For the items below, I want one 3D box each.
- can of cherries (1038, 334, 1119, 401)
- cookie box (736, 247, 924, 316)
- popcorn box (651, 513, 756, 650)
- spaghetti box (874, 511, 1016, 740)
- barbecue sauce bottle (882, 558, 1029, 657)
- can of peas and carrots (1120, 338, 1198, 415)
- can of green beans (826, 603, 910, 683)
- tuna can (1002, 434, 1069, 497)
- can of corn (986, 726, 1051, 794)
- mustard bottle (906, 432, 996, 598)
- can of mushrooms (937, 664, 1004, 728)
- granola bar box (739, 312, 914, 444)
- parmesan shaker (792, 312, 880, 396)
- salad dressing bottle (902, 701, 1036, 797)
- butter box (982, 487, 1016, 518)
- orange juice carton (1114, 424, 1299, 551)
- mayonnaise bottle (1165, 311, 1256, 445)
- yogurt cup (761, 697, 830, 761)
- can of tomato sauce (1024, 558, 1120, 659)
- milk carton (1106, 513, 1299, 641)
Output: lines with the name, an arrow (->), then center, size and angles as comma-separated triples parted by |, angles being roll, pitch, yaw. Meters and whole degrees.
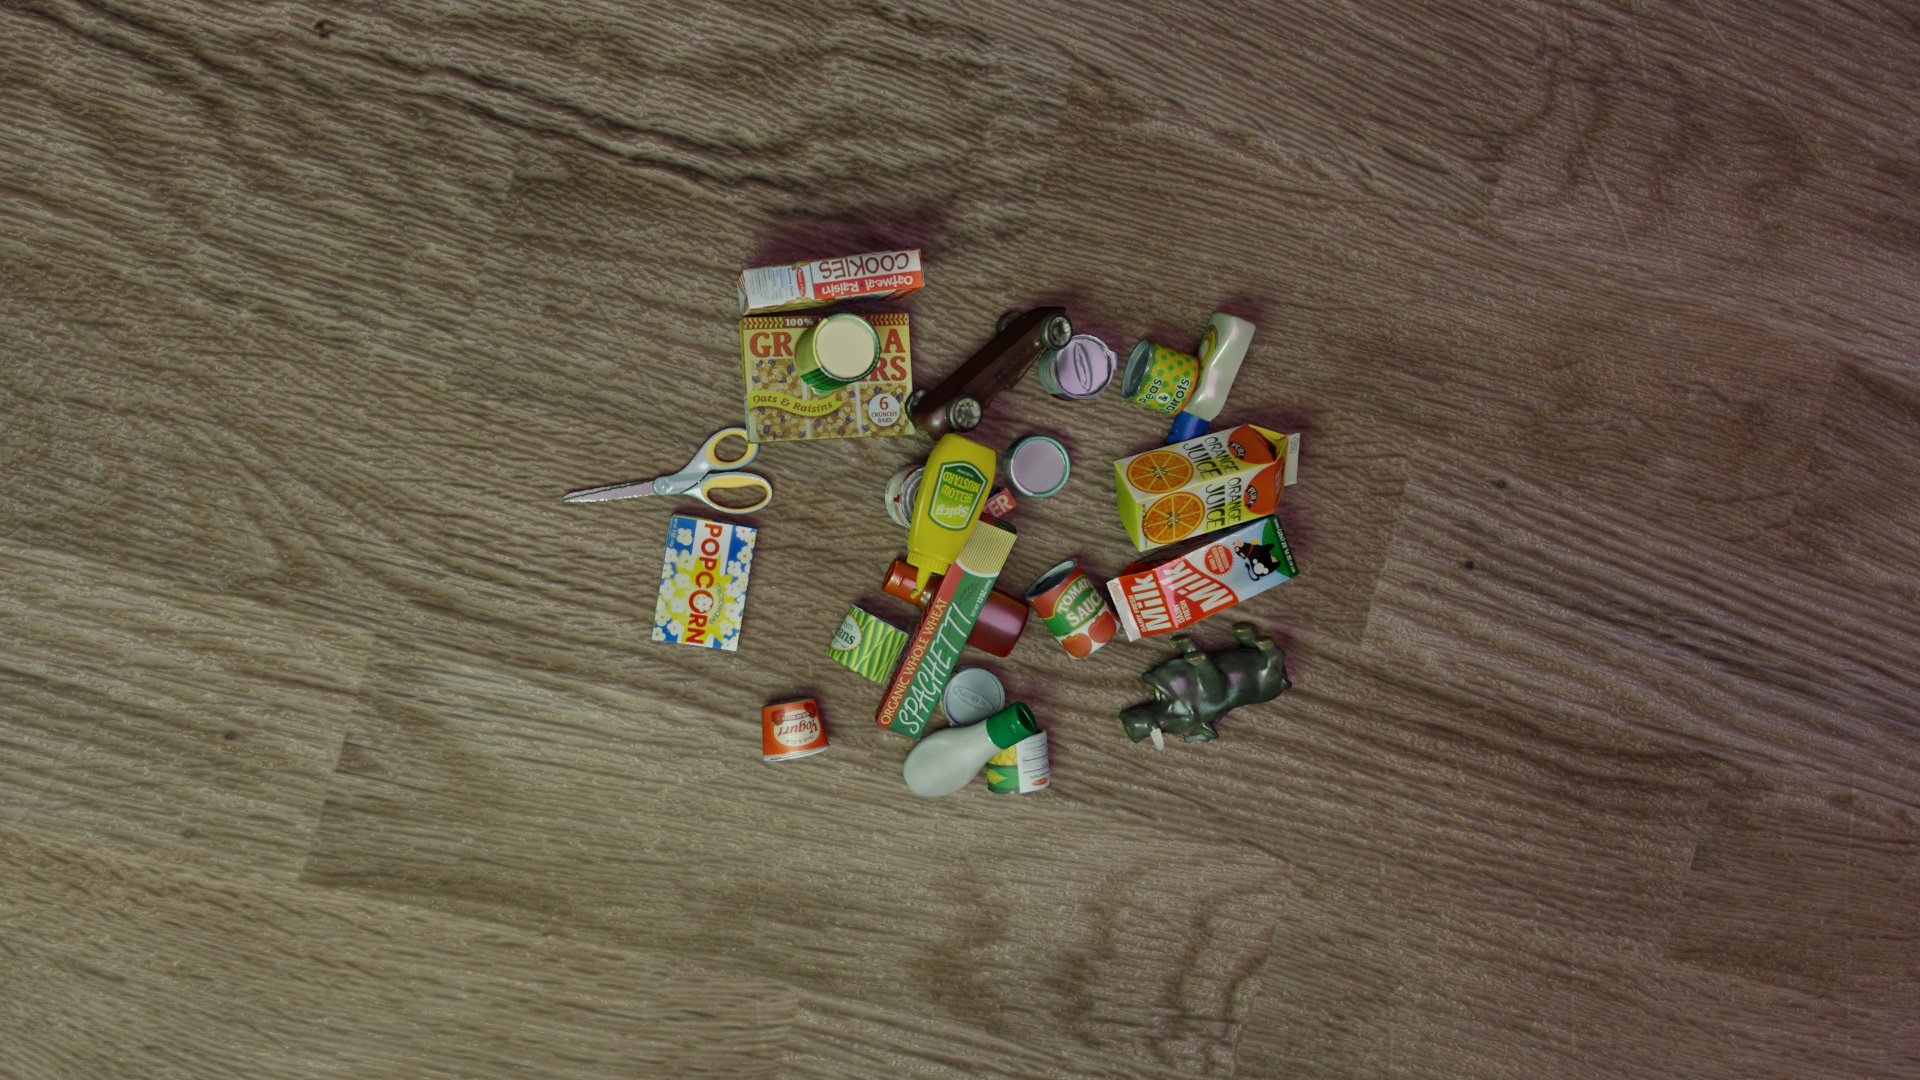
can of cherries -> 0.121, -0.177, 1.435 | 0.071, 0.058, 0.071 | -1, 93, -12
cookie box -> -0.128, -0.249, 1.343 | 0.168, 0.123, 0.040 | -9, 97, -12
popcorn box -> -0.254, 0.041, 1.375 | 0.085, 0.038, 0.126 | 9, 91, -13
spaghetti box -> -0.017, 0.088, 1.396 | 0.050, 0.029, 0.249 | 22, 107, -10
barbecue sauce bottle -> -0.007, 0.064, 1.429 | 0.148, 0.044, 0.065 | 25, 94, -12
can of peas and carrots -> 0.208, -0.169, 1.449 | 0.059, 0.071, 0.071 | 17, 90, -13
can of green beans -> -0.093, 0.104, 1.401 | 0.071, 0.071, 0.058 | 30, 88, -13
tuna can -> 0.081, -0.078, 1.445 | 0.071, 0.033, 0.071 | -1, 94, -12
can of corn -> 0.057, 0.227, 1.443 | 0.071, 0.071, 0.058 | -6, 94, -12
mustard bottle -> -0.016, -0.019, 1.313 | 0.065, 0.049, 0.160 | 19, 89, -11
can of mushrooms -> 0.009, 0.165, 1.443 | 0.071, 0.033, 0.071 | -1, 94, -13
granola bar box -> -0.133, -0.162, 1.384 | 0.166, 0.039, 0.124 | -4, 93, -16
parmesan shaker -> -0.118, -0.174, 1.313 | 0.071, 0.103, 0.071 | -1, 92, -16
salad dressing bottle -> 0.010, 0.210, 1.403 | 0.147, 0.044, 0.064 | -32, 94, 26
butter box -> 0.005, -0.018, 1.422 | 0.104, 0.053, 0.024 | -33, 98, -9
orange juice carton -> 0.262, -0.060, 1.445 | 0.193, 0.073, 0.071 | -16, 132, -6
mayonnaise bottle -> 0.261, -0.166, 1.465 | 0.041, 0.065, 0.147 | 19, 99, -17
yogurt cup -> -0.168, 0.188, 1.391 | 0.072, 0.072, 0.054 | -9, 88, -12
can of tomato sauce -> 0.118, 0.072, 1.443 | 0.071, 0.071, 0.083 | -38, 101, -8
milk carton -> 0.251, 0.038, 1.469 | 0.191, 0.073, 0.072 | -24, 98, -10
